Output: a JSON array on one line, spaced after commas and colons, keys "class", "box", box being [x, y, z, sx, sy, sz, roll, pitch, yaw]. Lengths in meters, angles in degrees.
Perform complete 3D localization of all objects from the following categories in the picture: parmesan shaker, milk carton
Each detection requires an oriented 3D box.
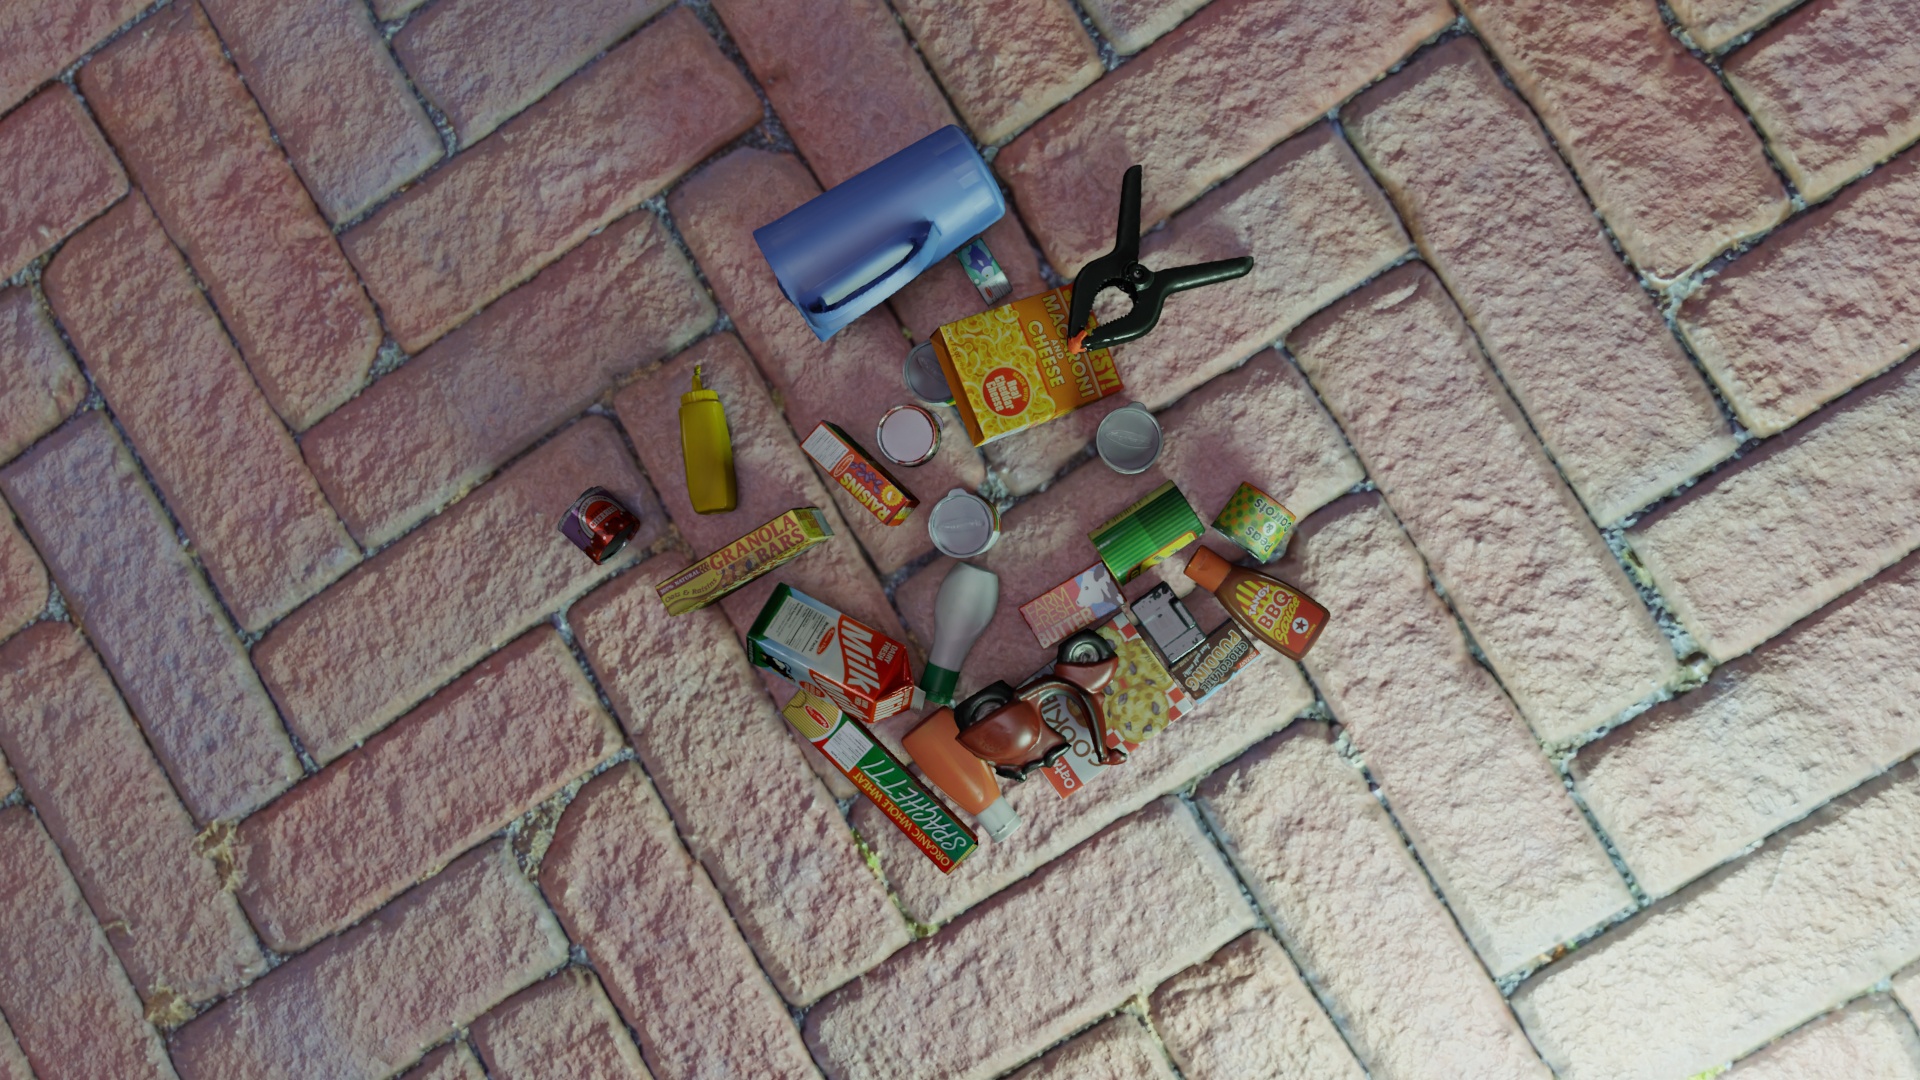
[{"class": "parmesan shaker", "box": [0.190, -0.007, 1.418, 0.103, 0.071, 0.071, -34, 87, 6]}, {"class": "milk carton", "box": [-0.123, 0.127, 1.447, 0.191, 0.072, 0.074, 26, 63, 7]}]

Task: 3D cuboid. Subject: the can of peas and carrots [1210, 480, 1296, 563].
[{"class": "can of peas and carrots", "box": [0.298, -0.018, 1.405, 0.071, 0.071, 0.058, 36, 94, 5]}]

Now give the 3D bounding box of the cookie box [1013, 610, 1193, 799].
[{"class": "cookie box", "box": [0.137, 0.170, 1.443, 0.167, 0.040, 0.123, -36, 85, 6]}]

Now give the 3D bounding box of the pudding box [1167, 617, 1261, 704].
[{"class": "pudding box", "box": [0.262, 0.125, 1.431, 0.083, 0.030, 0.049, -39, 87, 6]}]

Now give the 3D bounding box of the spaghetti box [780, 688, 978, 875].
[{"class": "spaghetti box", "box": [-0.085, 0.250, 1.476, 0.250, 0.029, 0.050, 44, 95, 5]}]

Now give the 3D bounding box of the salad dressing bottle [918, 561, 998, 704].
[{"class": "salad dressing bottle", "box": [-0.005, 0.097, 1.459, 0.064, 0.044, 0.147, 20, 94, 5]}]

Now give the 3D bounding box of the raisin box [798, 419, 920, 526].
[{"class": "raisin box", "box": [-0.104, -0.068, 1.447, 0.123, 0.086, 0.040, 42, 94, 5]}]

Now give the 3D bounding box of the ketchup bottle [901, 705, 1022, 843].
[{"class": "ketchup bottle", "box": [0.005, 0.248, 1.458, 0.064, 0.043, 0.149, -39, 86, 7]}]

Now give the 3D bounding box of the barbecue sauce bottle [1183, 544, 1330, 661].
[{"class": "barbecue sauce bottle", "box": [0.299, 0.059, 1.419, 0.148, 0.043, 0.065, 33, 88, 6]}]

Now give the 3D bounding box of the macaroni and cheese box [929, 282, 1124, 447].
[{"class": "macaroni and cheese box", "box": [0.069, -0.181, 1.414, 0.167, 0.040, 0.123, -22, 88, -19]}]

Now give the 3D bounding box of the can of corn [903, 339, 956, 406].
[{"class": "can of corn", "box": [-0.021, -0.176, 1.450, 0.071, 0.058, 0.071, 0, 91, 7]}]

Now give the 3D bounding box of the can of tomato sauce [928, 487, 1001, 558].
[{"class": "can of tomato sauce", "box": [0.005, -0.018, 1.435, 0.071, 0.083, 0.071, 0, 91, 7]}]

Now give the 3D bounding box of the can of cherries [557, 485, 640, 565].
[{"class": "can of cherries", "box": [-0.387, -0.017, 1.491, 0.058, 0.071, 0.071, 42, 95, 5]}]

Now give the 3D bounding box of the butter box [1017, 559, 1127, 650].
[{"class": "butter box", "box": [0.117, 0.067, 1.452, 0.103, 0.024, 0.053, -30, 88, 7]}]

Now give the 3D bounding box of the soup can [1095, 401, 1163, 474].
[{"class": "soup can", "box": [0.173, -0.103, 1.413, 0.071, 0.084, 0.071, 0, 91, 7]}]

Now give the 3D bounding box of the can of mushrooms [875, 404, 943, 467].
[{"class": "can of mushrooms", "box": [-0.053, -0.112, 1.467, 0.071, 0.033, 0.071, 0, 90, 8]}]

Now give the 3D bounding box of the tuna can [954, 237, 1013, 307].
[{"class": "tuna can", "box": [0.023, -0.280, 1.441, 0.033, 0.071, 0.071, -32, 87, 6]}]

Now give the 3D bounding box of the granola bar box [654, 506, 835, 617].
[{"class": "granola bar box", "box": [-0.222, 0.020, 1.444, 0.165, 0.124, 0.039, -29, 89, 6]}]

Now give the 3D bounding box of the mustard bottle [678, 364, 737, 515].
[{"class": "mustard bottle", "box": [-0.272, -0.108, 1.482, 0.049, 0.065, 0.160, -10, 84, 2]}]
